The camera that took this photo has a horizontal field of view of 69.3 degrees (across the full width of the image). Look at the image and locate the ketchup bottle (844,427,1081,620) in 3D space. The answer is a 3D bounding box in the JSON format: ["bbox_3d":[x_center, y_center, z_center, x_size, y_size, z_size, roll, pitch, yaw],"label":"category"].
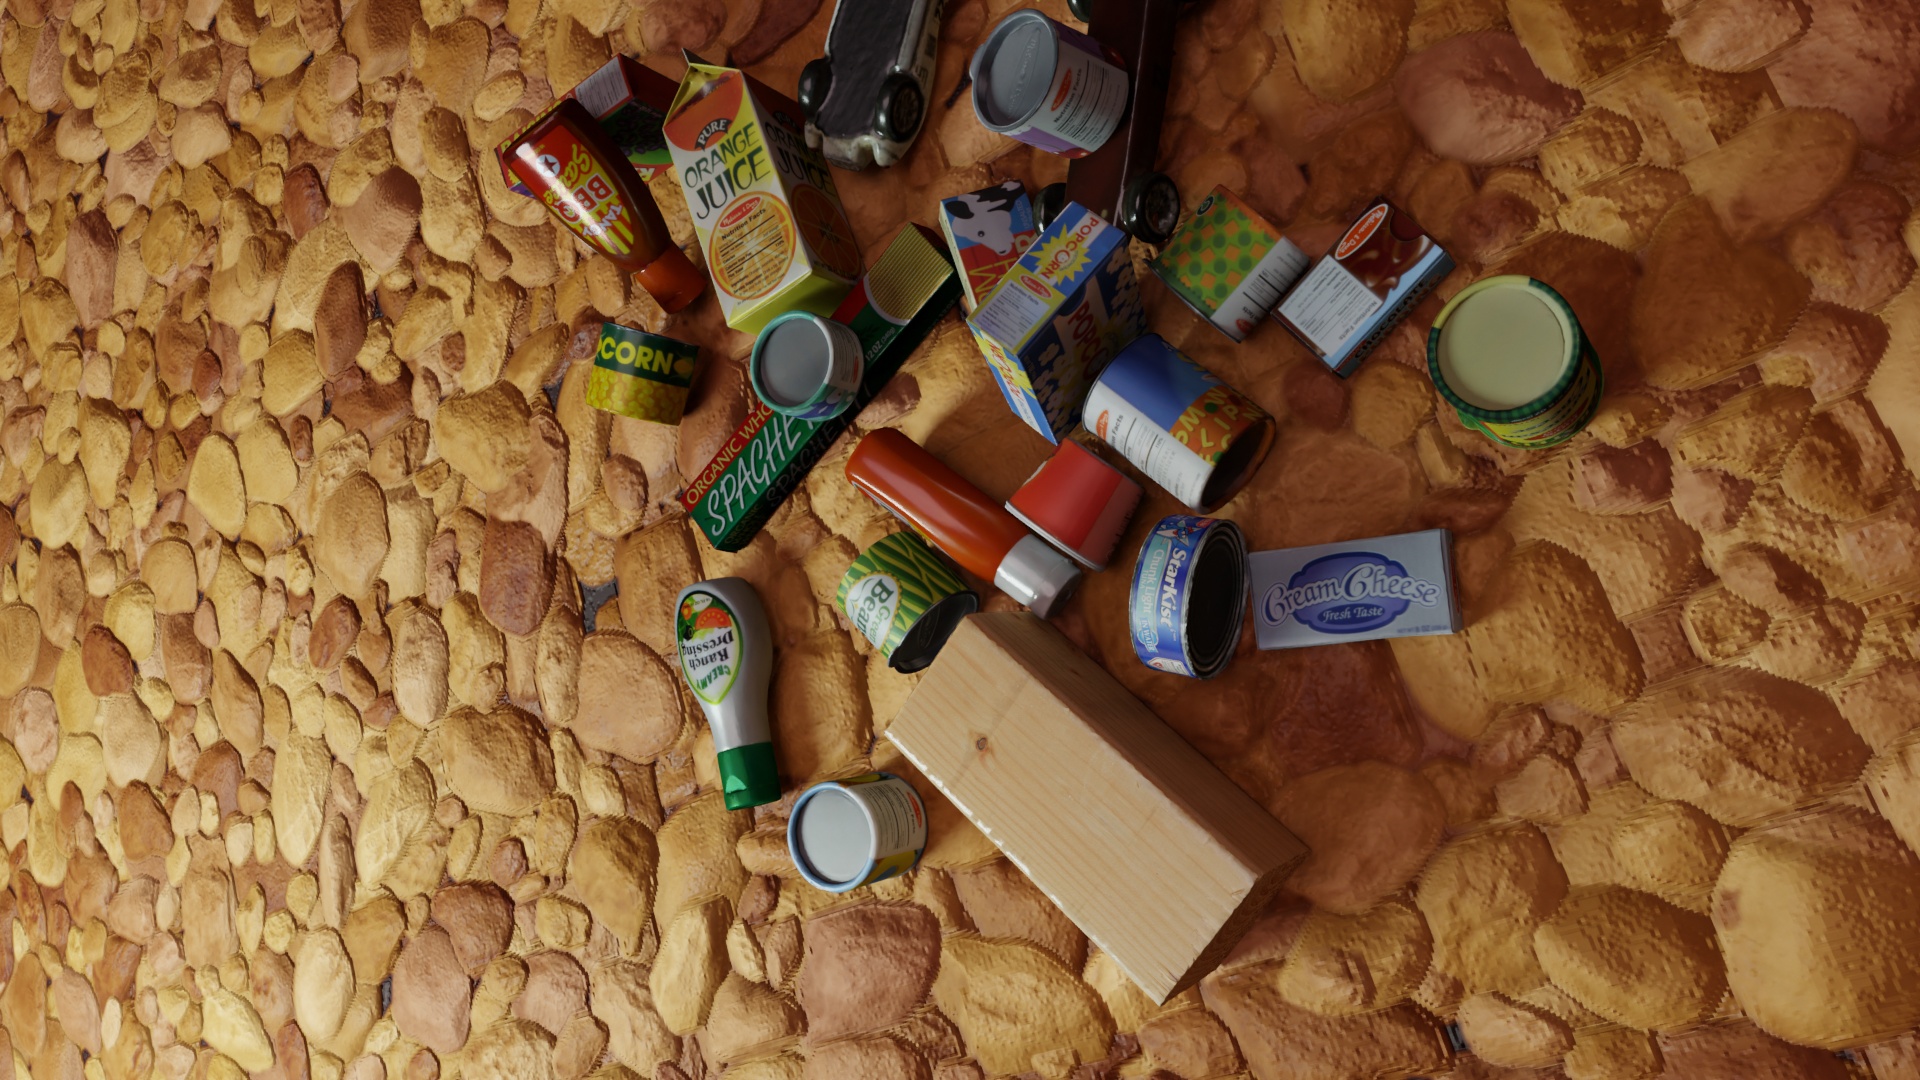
[{"bbox_3d":[0.003,-0.010,0.820,0.149,0.065,0.043,36,97,18],"label":"ketchup bottle"}]

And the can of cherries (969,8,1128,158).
[{"bbox_3d":[0.048,-0.250,0.762,0.071,0.058,0.071,-8,79,48],"label":"can of cherries"}]

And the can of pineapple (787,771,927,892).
[{"bbox_3d":[-0.064,0.177,0.842,0.071,0.058,0.071,-2,85,29],"label":"can of pineapple"}]

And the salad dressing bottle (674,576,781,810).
[{"bbox_3d":[-0.148,0.099,0.904,0.064,0.044,0.148,-19,77,26],"label":"salad dressing bottle"}]

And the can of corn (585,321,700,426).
[{"bbox_3d":[-0.217,-0.113,0.945,0.071,0.071,0.058,17,96,29],"label":"can of corn"}]

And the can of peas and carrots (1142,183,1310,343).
[{"bbox_3d":[0.143,-0.151,0.748,0.058,0.071,0.071,-49,65,16],"label":"can of peas and carrots"}]

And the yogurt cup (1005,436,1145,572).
[{"bbox_3d":[0.067,-0.022,0.783,0.072,0.072,0.054,37,96,26],"label":"yogurt cup"}]

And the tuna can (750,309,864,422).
[{"bbox_3d":[-0.098,-0.108,0.865,0.071,0.033,0.071,-3,84,29],"label":"tuna can"}]

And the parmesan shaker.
[{"bbox_3d":[0.260,-0.080,0.655,0.071,0.103,0.071,-2,85,29],"label":"parmesan shaker"}]

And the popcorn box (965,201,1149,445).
[{"bbox_3d":[0.056,-0.113,0.748,0.038,0.126,0.085,40,86,21],"label":"popcorn box"}]

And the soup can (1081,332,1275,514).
[{"bbox_3d":[0.121,-0.065,0.756,0.084,0.071,0.071,40,105,25],"label":"soup can"}]

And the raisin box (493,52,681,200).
[{"bbox_3d":[-0.248,-0.278,0.967,0.123,0.086,0.040,-26,76,25],"label":"raisin box"}]

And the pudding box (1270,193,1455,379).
[{"bbox_3d":[0.211,-0.132,0.729,0.083,0.030,0.050,-49,64,17],"label":"pudding box"}]

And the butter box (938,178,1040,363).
[{"bbox_3d":[0.027,-0.160,0.826,0.053,0.024,0.103,-17,76,-4],"label":"butter box"}]

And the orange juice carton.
[{"bbox_3d":[-0.132,-0.232,0.907,0.073,0.072,0.193,-27,73,25],"label":"orange juice carton"}]

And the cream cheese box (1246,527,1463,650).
[{"bbox_3d":[0.204,0.027,0.723,0.103,0.024,0.053,-8,82,29],"label":"cream cheese box"}]

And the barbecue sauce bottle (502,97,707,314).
[{"bbox_3d":[-0.231,-0.218,0.928,0.064,0.148,0.044,-27,29,25],"label":"barbecue sauce bottle"}]

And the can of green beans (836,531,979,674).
[{"bbox_3d":[-0.032,0.037,0.831,0.058,0.071,0.071,44,107,25],"label":"can of green beans"}]

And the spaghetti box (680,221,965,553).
[{"bbox_3d":[-0.090,-0.094,0.896,0.249,0.029,0.050,-47,65,18],"label":"spaghetti box"}]
